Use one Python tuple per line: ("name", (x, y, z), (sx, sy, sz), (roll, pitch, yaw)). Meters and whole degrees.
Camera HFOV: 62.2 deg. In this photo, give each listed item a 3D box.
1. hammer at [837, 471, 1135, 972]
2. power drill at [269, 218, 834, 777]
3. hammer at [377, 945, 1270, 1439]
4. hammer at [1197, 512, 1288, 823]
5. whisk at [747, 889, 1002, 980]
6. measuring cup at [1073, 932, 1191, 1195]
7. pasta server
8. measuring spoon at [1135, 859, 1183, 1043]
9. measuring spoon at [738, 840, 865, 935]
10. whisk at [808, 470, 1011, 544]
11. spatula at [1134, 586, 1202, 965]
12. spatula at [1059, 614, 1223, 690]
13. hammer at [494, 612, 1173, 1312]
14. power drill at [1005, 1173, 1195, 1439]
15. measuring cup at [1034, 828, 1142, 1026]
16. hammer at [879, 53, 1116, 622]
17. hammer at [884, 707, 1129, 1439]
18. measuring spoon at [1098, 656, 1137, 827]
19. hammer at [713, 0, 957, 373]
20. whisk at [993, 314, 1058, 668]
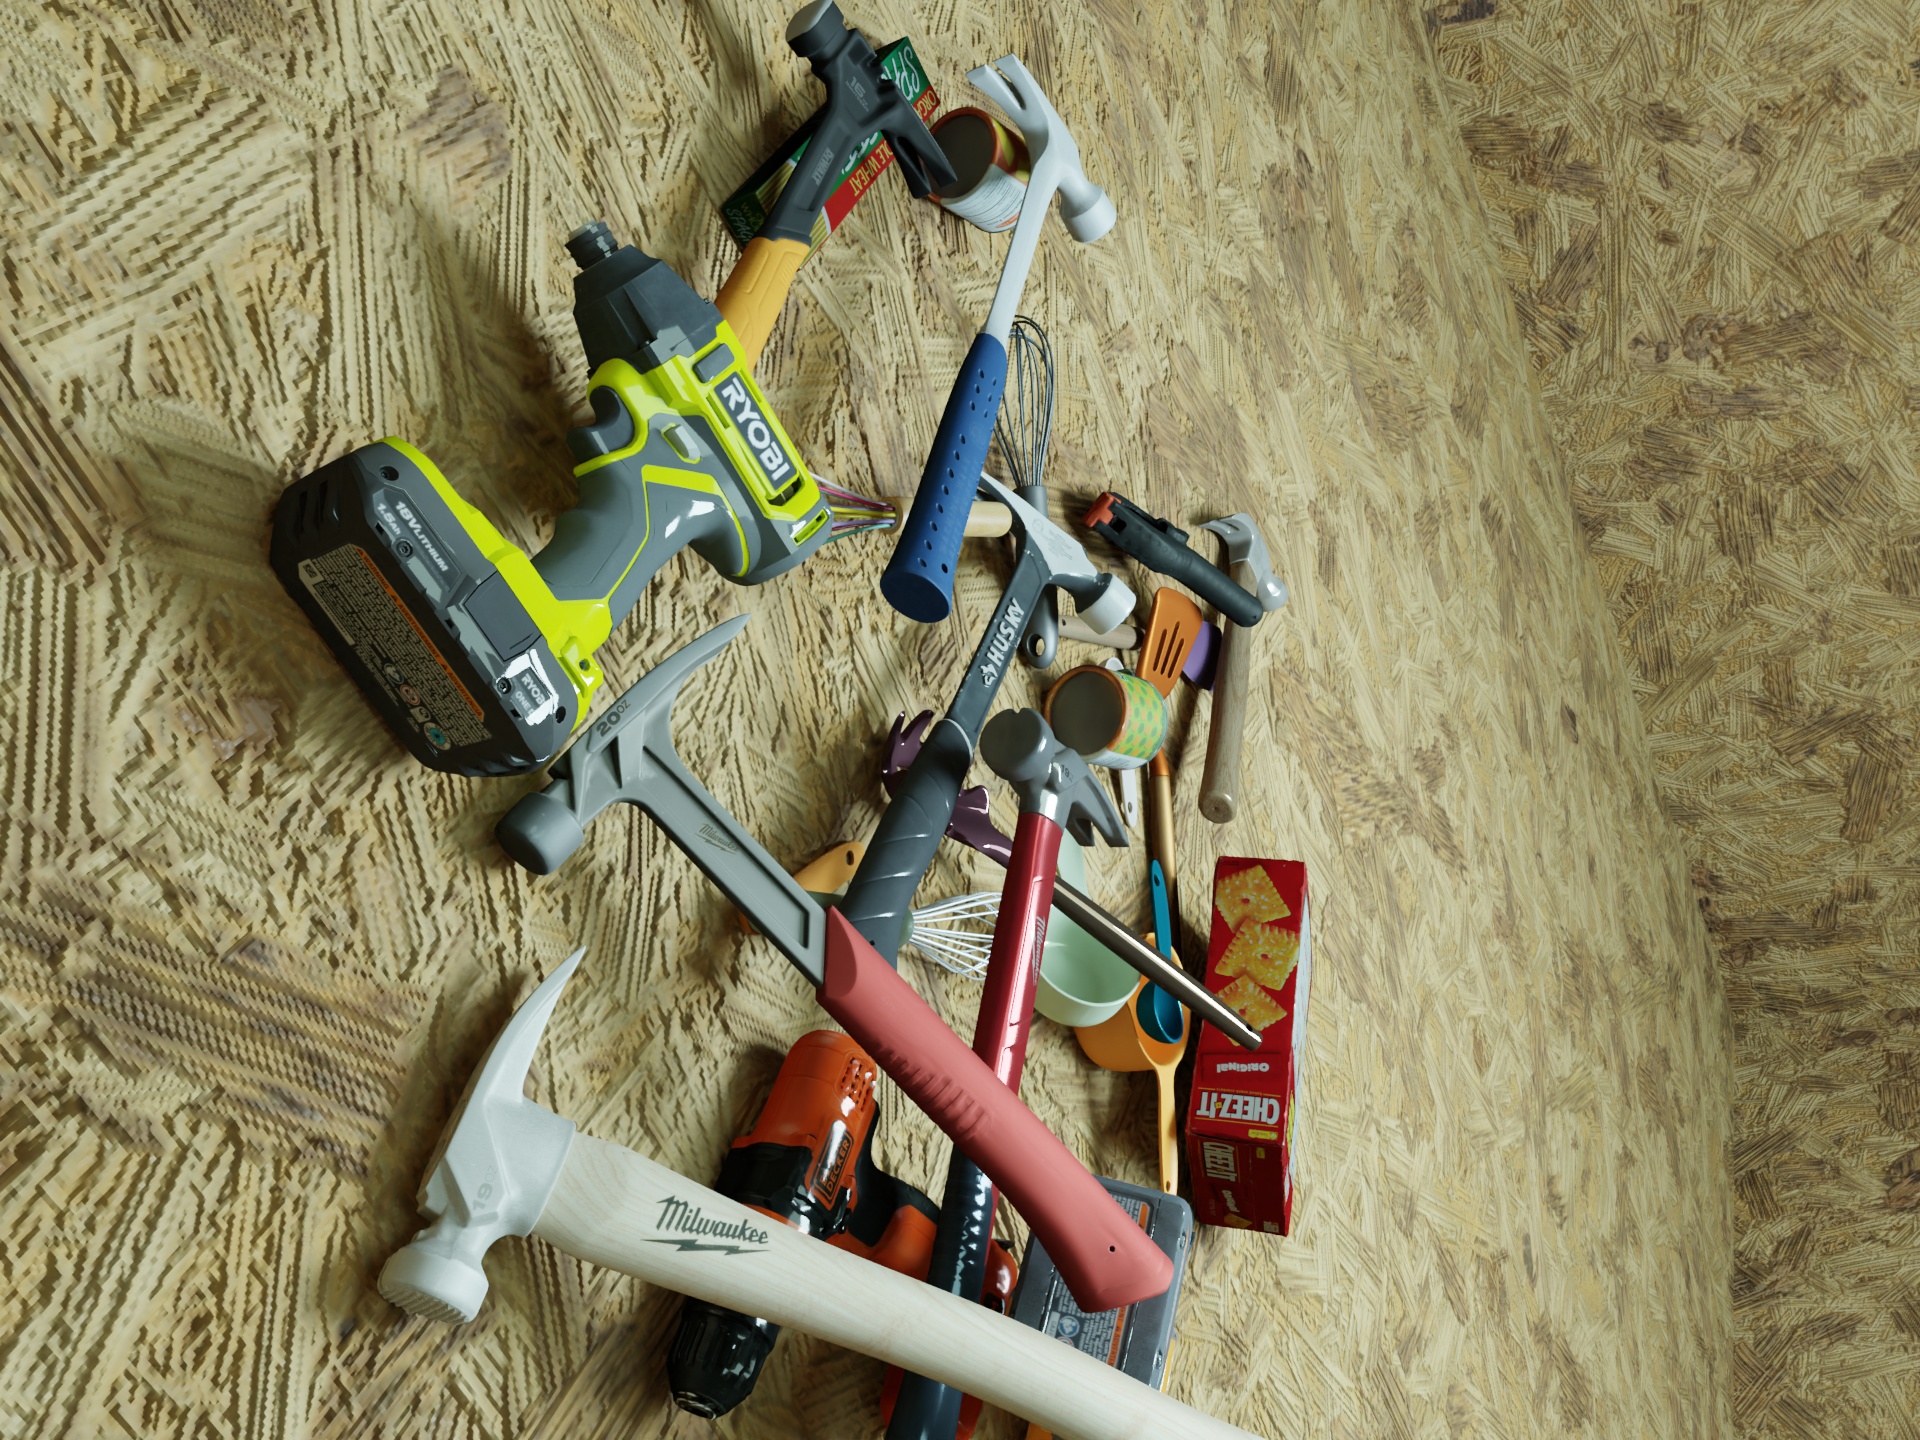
("hammer", (-0.001, -0.003, 0.886), (0.149, 0.036, 0.409), (42, 39, -14))
("power drill", (-0.162, -0.096, 0.660), (0.171, 0.080, 0.223), (59, 44, -21))
("hammer", (-0.020, 0.243, 0.665), (0.410, 0.038, 0.146), (30, 53, -16))
("hammer", (0.221, -0.050, 1.288), (0.129, 0.031, 0.332), (56, 33, -33))
("whisk", (-0.030, 0.109, 0.853), (0.246, 0.058, 0.059), (18, 30, -55))
("measuring cup", (0.110, 0.227, 1.032), (0.095, 0.052, 0.174), (15, 69, -55))
("pasta server", (0.070, 0.104, 0.937), (0.316, 0.040, 0.060), (38, 40, -18))
("measuring spoon", (0.122, 0.147, 1.016), (0.042, 0.021, 0.129), (43, 37, -43))
("measuring spoon", (-0.081, 0.084, 0.821), (0.117, 0.011, 0.021), (-28, 111, -61))
("whisk", (-0.051, -0.111, 0.862), (0.245, 0.047, 0.051), (-6, 65, -49))
("spatula", (0.155, 0.064, 1.166), (0.081, 0.041, 0.323), (20, 64, -55))
("spatula", (0.142, -0.058, 1.206), (0.315, 0.018, 0.060), (5, 75, -58))
("hammer", (-0.030, 0.124, 0.712), (0.359, 0.036, 0.149), (47, 58, -7))
("power drill", (0.075, 0.320, 0.854), (0.226, 0.084, 0.185), (87, 18, -50))
("measuring cup", (0.066, 0.120, 1.009), (0.083, 0.038, 0.168), (11, 43, -17))
("hammer", (0.016, -0.228, 0.930), (0.143, 0.035, 0.406), (49, 43, -39))
("hammer", (0.020, 0.195, 0.791), (0.143, 0.038, 0.387), (50, 46, -51))
("measuring spoon", (0.110, 0.017, 1.141), (0.034, 0.018, 0.124), (-18, 102, -57))
("hammer", (-0.098, -0.227, 0.831), (0.127, 0.034, 0.337), (46, 52, -36))
("whisk", (0.043, -0.153, 1.064), (0.055, 0.055, 0.239), (1, 83, -57))
